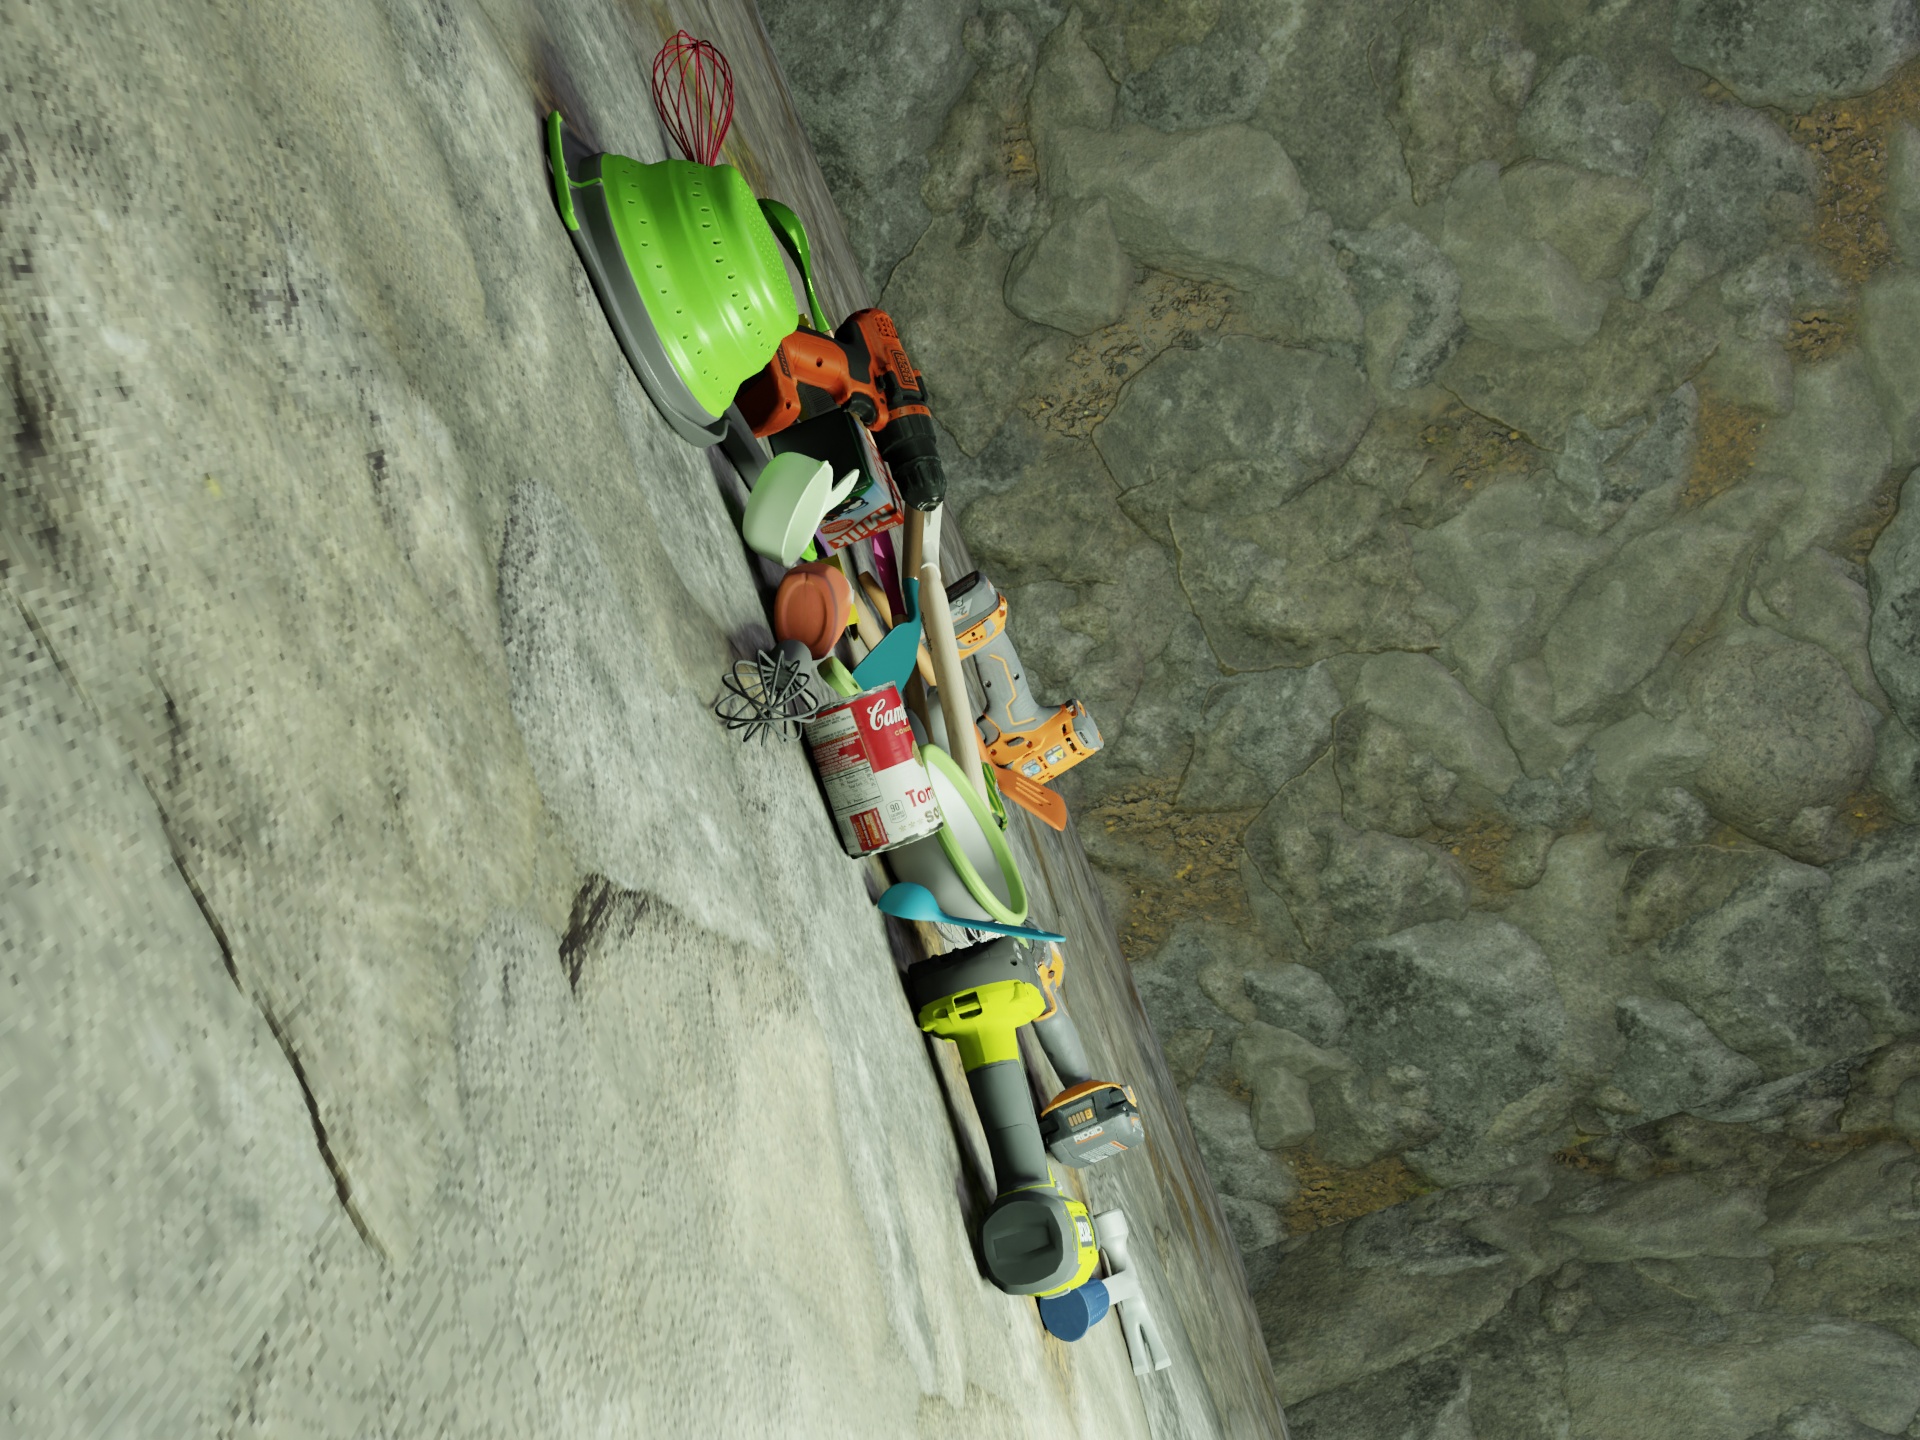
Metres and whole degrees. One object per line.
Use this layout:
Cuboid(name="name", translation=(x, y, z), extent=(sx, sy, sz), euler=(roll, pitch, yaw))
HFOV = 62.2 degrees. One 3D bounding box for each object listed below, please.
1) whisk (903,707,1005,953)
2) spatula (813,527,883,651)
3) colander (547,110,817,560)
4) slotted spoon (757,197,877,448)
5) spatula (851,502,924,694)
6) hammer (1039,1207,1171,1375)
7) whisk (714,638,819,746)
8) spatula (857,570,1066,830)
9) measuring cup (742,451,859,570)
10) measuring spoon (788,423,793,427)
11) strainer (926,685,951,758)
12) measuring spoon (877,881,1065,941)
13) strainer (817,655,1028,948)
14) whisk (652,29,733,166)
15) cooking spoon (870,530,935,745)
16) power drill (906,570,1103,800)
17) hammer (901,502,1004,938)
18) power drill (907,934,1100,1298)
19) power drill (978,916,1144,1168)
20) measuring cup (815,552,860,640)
Cuboid(name="whisk", translation=(-0.015, 0.086, 1.316), extent=(0.070, 0.070, 0.285), euler=(63, 4, -46))
Cuboid(name="spatula", translation=(-0.098, -0.110, 1.373), extent=(0.060, 0.018, 0.315), euler=(55, -4, 32))
Cuboid(name="colander", translation=(-0.142, -0.245, 1.080), extent=(0.396, 0.094, 0.205), euler=(61, 11, -55))
Cuboid(name="slotted spoon", translation=(-0.119, -0.342, 1.501), extent=(0.070, 0.031, 0.313), euler=(-138, -154, -73))
Cuboid(name="spatula", translation=(-0.053, -0.138, 1.373), extent=(0.082, 0.044, 0.318), euler=(70, 18, -52))
Cuboid(name="hammer", translation=(0.117, 0.475, 1.298), extent=(0.405, 0.035, 0.144), euler=(53, 17, -70))
Cuboid(name="whisk", translation=(-0.107, -0.024, 0.930), extent=(0.239, 0.055, 0.055), euler=(-103, 172, -81))
Cuboid(name="spatula", translation=(0.001, -0.019, 1.581), extent=(0.322, 0.041, 0.081), euler=(55, 15, -14))
Cuboid(name="measuring cup", translation=(-0.110, -0.161, 1.124), extent=(0.168, 0.038, 0.083), euler=(-58, 170, -66))
Cuboid(name="measuring spoon", translation=(-0.155, -0.275, 1.453), extent=(0.021, 0.011, 0.116), euler=(-102, 169, -53))
Cuboid(name="strainer", translation=(-0.003, 0.056, 1.592), extent=(0.087, 0.050, 0.258), euler=(45, -19, 44))
Cuboid(name="measuring spoon", translation=(0.008, 0.127, 1.067), extent=(0.042, 0.128, 0.021), euler=(-20, 120, -84))
Cuboid(name="strainer", translation=(-0.044, 0.061, 1.151), extent=(0.256, 0.069, 0.152), euler=(52, 14, -29))
Cuboid(name="whisk", translation=(-0.221, -0.477, 1.351), extent=(0.073, 0.073, 0.296), euler=(59, 19, -61))
Cuboid(name="cooking spoon", translation=(-0.053, -0.074, 1.491), extent=(0.068, 0.017, 0.319), euler=(61, 14, -59))
Cuboid(name="power drill", translation=(0.023, -0.022, 1.649), extent=(0.226, 0.164, 0.084), euler=(55, 10, -17))
Cuboid(name="hammer", translation=(-0.002, -0.004, 1.405), extent=(0.146, 0.038, 0.411), euler=(95, -15, -58))
Cuboid(name="power drill", translation=(0.040, 0.276, 1.088), extent=(0.190, 0.080, 0.229), euler=(53, 21, -68))
Cuboid(name="power drill", translation=(0.082, 0.281, 1.438), extent=(0.185, 0.084, 0.226), euler=(54, 12, -67))
Cuboid(name="measuring cup", translation=(-0.102, -0.089, 1.307), extent=(0.156, 0.029, 0.062), euler=(94, -23, -76))
